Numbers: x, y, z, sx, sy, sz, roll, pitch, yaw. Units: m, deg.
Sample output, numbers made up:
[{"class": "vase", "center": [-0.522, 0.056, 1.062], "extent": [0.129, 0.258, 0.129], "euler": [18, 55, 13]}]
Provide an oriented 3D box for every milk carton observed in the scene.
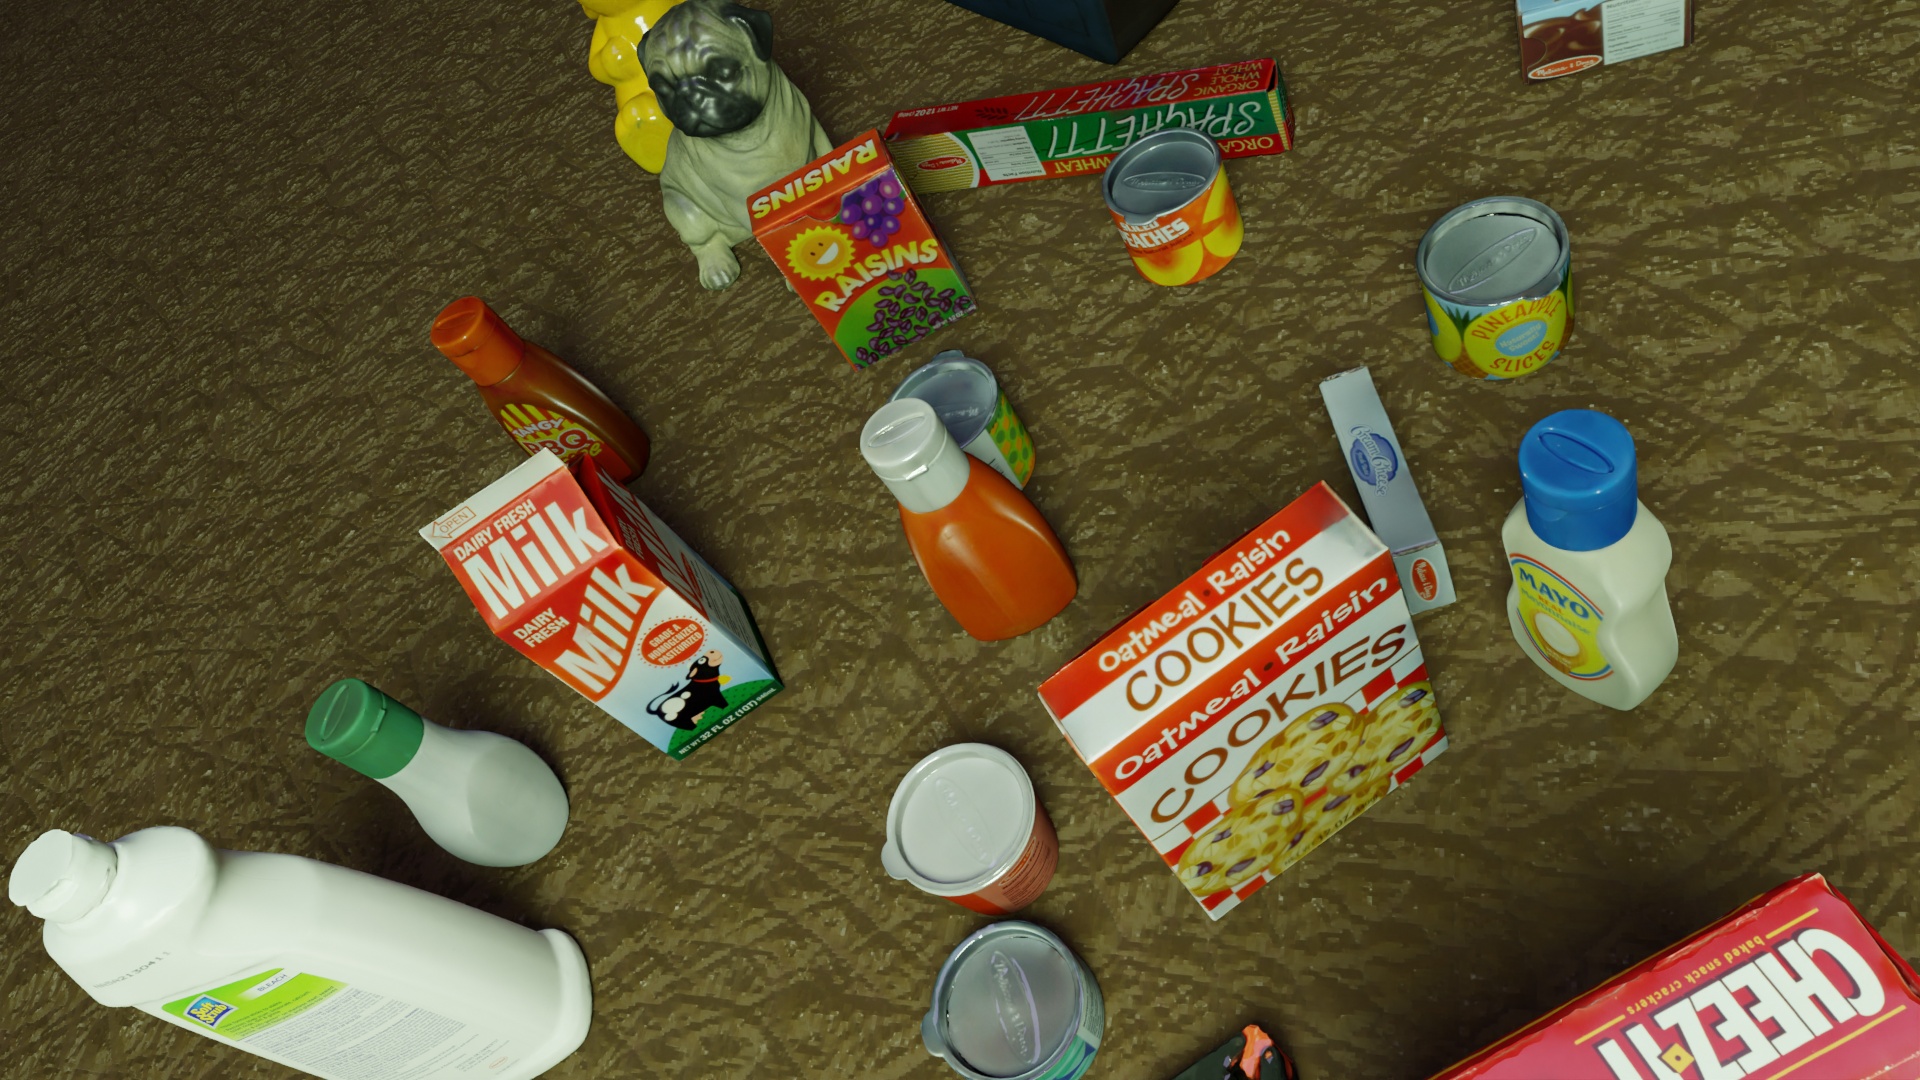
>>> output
[{"class": "milk carton", "center": [-0.172, 0.027, 0.680], "extent": [0.072, 0.190, 0.074], "euler": [-34, 50, 3]}]

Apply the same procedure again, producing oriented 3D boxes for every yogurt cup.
[{"class": "yogurt cup", "center": [0.009, 0.130, 0.608], "extent": [0.072, 0.053, 0.073], "euler": [-13, 53, 19]}]

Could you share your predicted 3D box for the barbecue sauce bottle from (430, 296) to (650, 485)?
[{"class": "barbecue sauce bottle", "center": [-0.250, -0.084, 0.823], "extent": [0.065, 0.148, 0.044], "euler": [-12, 54, 19]}]

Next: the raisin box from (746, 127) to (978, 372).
[{"class": "raisin box", "center": [-0.055, -0.163, 0.795], "extent": [0.086, 0.123, 0.040], "euler": [-25, 51, 10]}]

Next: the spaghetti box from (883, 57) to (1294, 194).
[{"class": "spaghetti box", "center": [0.073, -0.246, 0.835], "extent": [0.250, 0.050, 0.029], "euler": [1, 59, 27]}]

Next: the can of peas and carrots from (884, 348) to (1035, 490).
[{"class": "can of peas and carrots", "center": [0.000, -0.056, 0.736], "extent": [0.071, 0.058, 0.071], "euler": [-13, 54, 19]}]

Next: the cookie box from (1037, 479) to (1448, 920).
[{"class": "cookie box", "center": [0.113, 0.067, 0.524], "extent": [0.123, 0.167, 0.040], "euler": [-37, 50, 0]}]

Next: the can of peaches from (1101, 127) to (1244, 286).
[{"class": "can of peaches", "center": [0.117, -0.181, 0.764], "extent": [0.071, 0.058, 0.071], "euler": [-13, 54, 19]}]

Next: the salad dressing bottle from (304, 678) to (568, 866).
[{"class": "salad dressing bottle", "center": [-0.256, 0.115, 0.690], "extent": [0.044, 0.147, 0.064], "euler": [-4, 57, 25]}]

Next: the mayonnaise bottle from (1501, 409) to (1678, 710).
[{"class": "mayonnaise bottle", "center": [0.232, 0.008, 0.517], "extent": [0.041, 0.147, 0.065], "euler": [-44, 50, -6]}]

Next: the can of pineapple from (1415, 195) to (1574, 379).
[{"class": "can of pineapple", "center": [0.252, -0.116, 0.651], "extent": [0.071, 0.057, 0.071], "euler": [-13, 54, 19]}]

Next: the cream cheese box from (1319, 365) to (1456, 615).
[{"class": "cream cheese box", "center": [0.190, -0.023, 0.621], "extent": [0.024, 0.053, 0.104], "euler": [-20, 52, 14]}]

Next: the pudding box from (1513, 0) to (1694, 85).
[{"class": "pudding box", "center": [0.334, -0.275, 0.724], "extent": [0.083, 0.049, 0.030], "euler": [-9, 55, 21]}]

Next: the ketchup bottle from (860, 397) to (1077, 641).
[{"class": "ketchup bottle", "center": [0.002, -0.008, 0.643], "extent": [0.064, 0.148, 0.044], "euler": [-27, 50, 9]}]

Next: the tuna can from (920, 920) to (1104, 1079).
[{"class": "tuna can", "center": [0.022, 0.194, 0.570], "extent": [0.071, 0.032, 0.071], "euler": [-13, 53, 19]}]
